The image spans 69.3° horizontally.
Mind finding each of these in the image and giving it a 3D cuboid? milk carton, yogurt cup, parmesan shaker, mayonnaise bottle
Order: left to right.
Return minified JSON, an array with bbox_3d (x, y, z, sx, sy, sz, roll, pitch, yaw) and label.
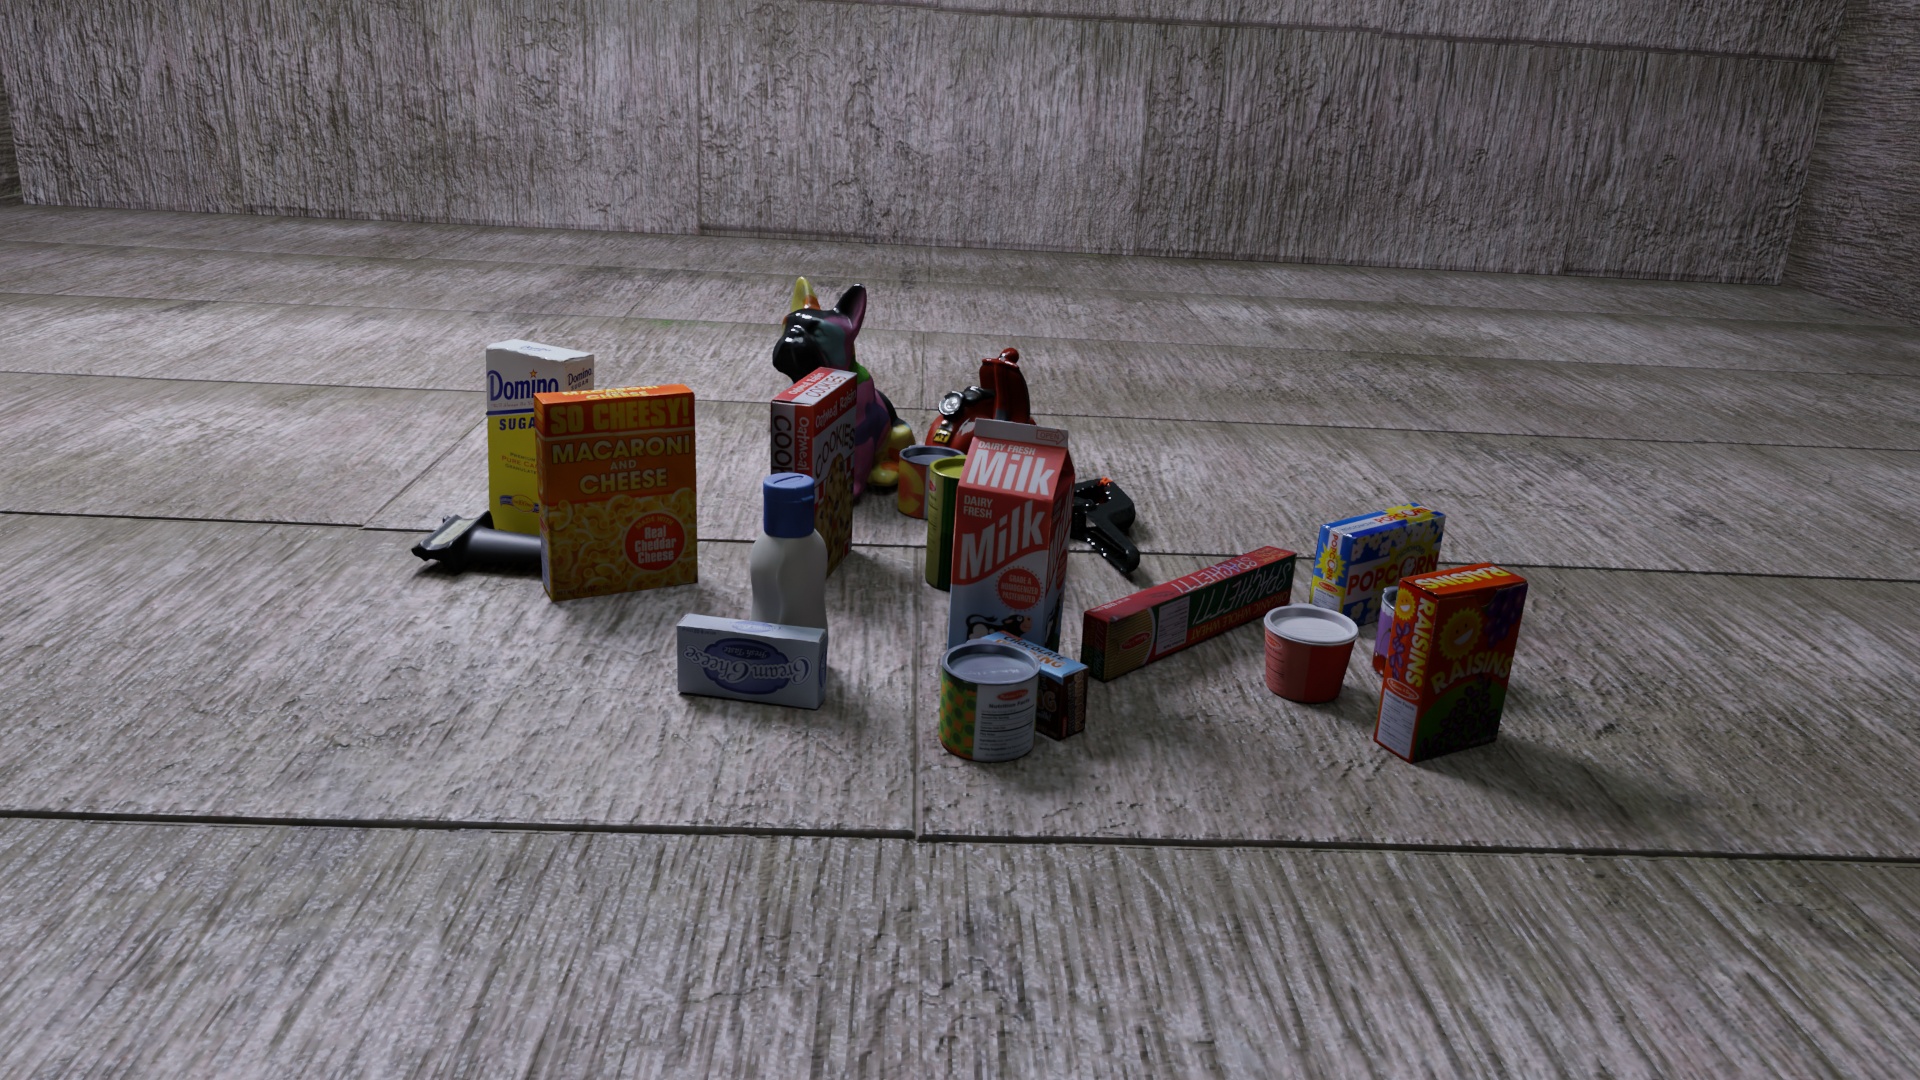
[{"bbox_3d":[-0.124,0.027,0.998,0.041,0.147,0.065,17,24,35],"label":"mayonnaise bottle"},{"bbox_3d":[0.004,-0.015,1.199,0.071,0.102,0.071,3,19,-1],"label":"parmesan shaker"},{"bbox_3d":[0.038,0.006,1.016,0.072,0.189,0.074,8,20,15],"label":"milk carton"},{"bbox_3d":[0.257,0.085,1.029,0.072,0.053,0.072,3,20,-1],"label":"yogurt cup"}]

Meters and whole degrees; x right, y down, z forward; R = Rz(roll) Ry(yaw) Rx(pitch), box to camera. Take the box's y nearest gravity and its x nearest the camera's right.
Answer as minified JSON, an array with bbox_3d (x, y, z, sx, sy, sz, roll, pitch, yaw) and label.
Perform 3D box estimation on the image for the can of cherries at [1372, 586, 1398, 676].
[{"bbox_3d":[0.353,0.074,1.069,0.071,0.058,0.072,3,19,-1],"label":"can of cherries"}]

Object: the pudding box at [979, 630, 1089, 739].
[{"bbox_3d":[0.048,0.099,0.966,0.084,0.049,0.030,21,26,41],"label":"pudding box"}]

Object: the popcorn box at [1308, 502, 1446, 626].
[{"bbox_3d":[0.352,0.021,1.176,0.127,0.085,0.038,-11,24,-35],"label":"popcorn box"}]

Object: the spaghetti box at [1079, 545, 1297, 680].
[{"bbox_3d":[0.188,0.054,1.112,0.251,0.050,0.029,-16,27,-42],"label":"spaghetti box"}]

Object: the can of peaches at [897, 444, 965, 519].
[{"bbox_3d":[-0.030,-0.058,1.382,0.071,0.057,0.071,3,19,-1],"label":"can of peaches"}]

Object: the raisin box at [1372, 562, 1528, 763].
[{"bbox_3d":[0.333,0.082,0.946,0.086,0.123,0.040,-7,22,-27],"label":"raisin box"}]

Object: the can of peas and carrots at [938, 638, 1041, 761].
[{"bbox_3d":[0.018,0.106,0.929,0.071,0.058,0.071,3,19,-1],"label":"can of peas and carrots"}]

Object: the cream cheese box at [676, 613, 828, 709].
[{"bbox_3d":[-0.146,0.085,0.972,0.104,0.053,0.024,6,19,8],"label":"cream cheese box"}]

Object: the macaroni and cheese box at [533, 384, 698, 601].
[{"bbox_3d":[-0.280,-0.041,1.135,0.124,0.165,0.040,-7,22,-27],"label":"macaroni and cheese box"}]

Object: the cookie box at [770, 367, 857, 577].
[{"bbox_3d":[-0.126,-0.053,1.191,0.040,0.166,0.123,7,20,11],"label":"cookie box"}]
